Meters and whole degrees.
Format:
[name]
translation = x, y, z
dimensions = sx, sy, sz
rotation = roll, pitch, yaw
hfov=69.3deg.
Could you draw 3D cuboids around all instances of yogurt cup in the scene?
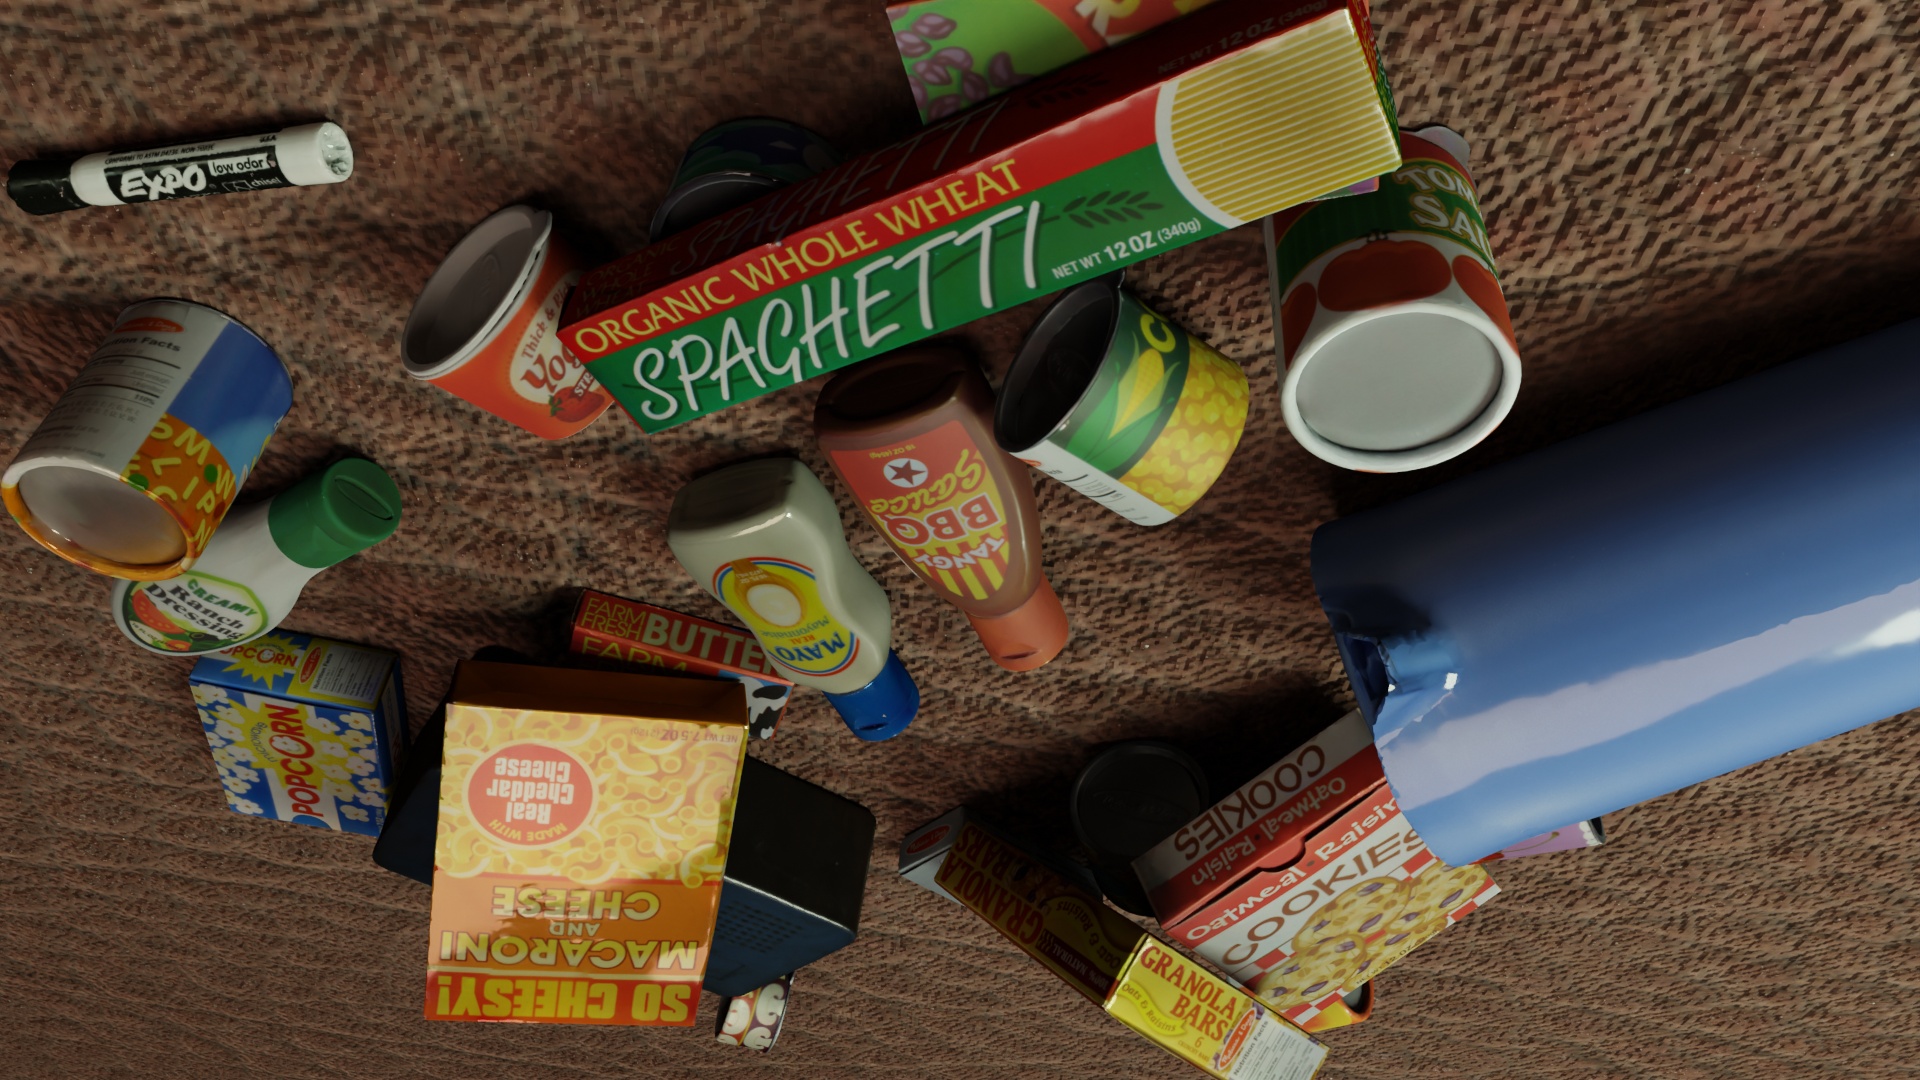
[yogurt cup]
translation = -0.145, -0.070, 0.468
dimensions = 0.072, 0.073, 0.054
rotation = -22, 139, 28

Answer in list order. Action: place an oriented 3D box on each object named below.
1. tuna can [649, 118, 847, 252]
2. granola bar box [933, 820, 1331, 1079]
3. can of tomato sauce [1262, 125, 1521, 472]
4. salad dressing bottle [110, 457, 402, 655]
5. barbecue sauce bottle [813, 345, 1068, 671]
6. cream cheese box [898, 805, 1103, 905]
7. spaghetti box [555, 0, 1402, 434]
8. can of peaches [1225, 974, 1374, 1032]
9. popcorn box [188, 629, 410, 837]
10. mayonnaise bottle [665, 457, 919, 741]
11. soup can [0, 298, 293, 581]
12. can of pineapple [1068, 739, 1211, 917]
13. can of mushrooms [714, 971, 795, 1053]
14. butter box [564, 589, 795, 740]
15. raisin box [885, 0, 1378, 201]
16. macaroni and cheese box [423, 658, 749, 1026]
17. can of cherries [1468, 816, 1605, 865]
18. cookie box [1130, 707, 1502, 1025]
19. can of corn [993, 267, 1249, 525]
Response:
[tuna can]
translation = -0.061, -0.099, 0.446
dimensions = 0.071, 0.033, 0.070
rotation = 4, 138, 3
[granola bar box]
translation = 0.074, 0.199, 0.659
dimensions = 0.124, 0.039, 0.165
rotation = 37, 169, -25
[can of tomato sauce]
translation = 0.128, -0.072, 0.414
dimensions = 0.071, 0.083, 0.070
rotation = 4, 139, 4
[salad dressing bottle]
translation = -0.297, 0.006, 0.586
dimensions = 0.147, 0.044, 0.064
rotation = -22, 133, 28
[barbecue sauce bottle]
translation = 0.002, -0.007, 0.534
dimensions = 0.065, 0.044, 0.148
rotation = -12, 135, 19
[cream cheese box]
translation = 0.023, 0.183, 0.756
dimensions = 0.103, 0.024, 0.053
rotation = 32, 133, -25
[spaghetti box]
translation = -0.006, -0.088, 0.395
dimensions = 0.249, 0.029, 0.050
rotation = -16, 133, 24
[can of peaches]
translation = 0.188, 0.237, 0.764
dimensions = 0.058, 0.071, 0.071
rotation = -26, 129, 30
[popcorn box]
translation = -0.326, 0.097, 0.696
dimensions = 0.085, 0.038, 0.126
rotation = 12, 138, -7
[mayonnaise bottle]
translation = -0.061, 0.030, 0.584
dimensions = 0.064, 0.041, 0.147
rotation = -13, 134, 18
[soup can]
translation = -0.294, -0.035, 0.510
dimensions = 0.071, 0.084, 0.071
rotation = 3, 139, 3
[can of pineapple]
translation = 0.089, 0.140, 0.666
dimensions = 0.071, 0.071, 0.057
rotation = -7, 137, 14
[can of mushrooms]
translation = -0.124, 0.273, 0.845
dimensions = 0.033, 0.071, 0.070
rotation = 18, 137, -10
[butter box]
translation = -0.128, 0.058, 0.637
dimensions = 0.103, 0.024, 0.052
rotation = 16, 137, -11
[raisin box]
translation = 0.051, -0.133, 0.391
dimensions = 0.123, 0.040, 0.085
rotation = -6, 136, 16
[macaroni and cheese box]
translation = -0.168, 0.138, 0.619
dimensions = 0.124, 0.040, 0.165
rotation = 7, 113, -14
[can of cherries]
translation = 0.244, 0.107, 0.611
dimensions = 0.058, 0.072, 0.071
rotation = -18, 132, 26
[cookie box]
translation = 0.170, 0.158, 0.646
dimensions = 0.123, 0.040, 0.167
rotation = -38, 135, 9
[can of corn]
translation = 0.055, -0.048, 0.466
dimensions = 0.058, 0.071, 0.071
rotation = 28, 134, -23
